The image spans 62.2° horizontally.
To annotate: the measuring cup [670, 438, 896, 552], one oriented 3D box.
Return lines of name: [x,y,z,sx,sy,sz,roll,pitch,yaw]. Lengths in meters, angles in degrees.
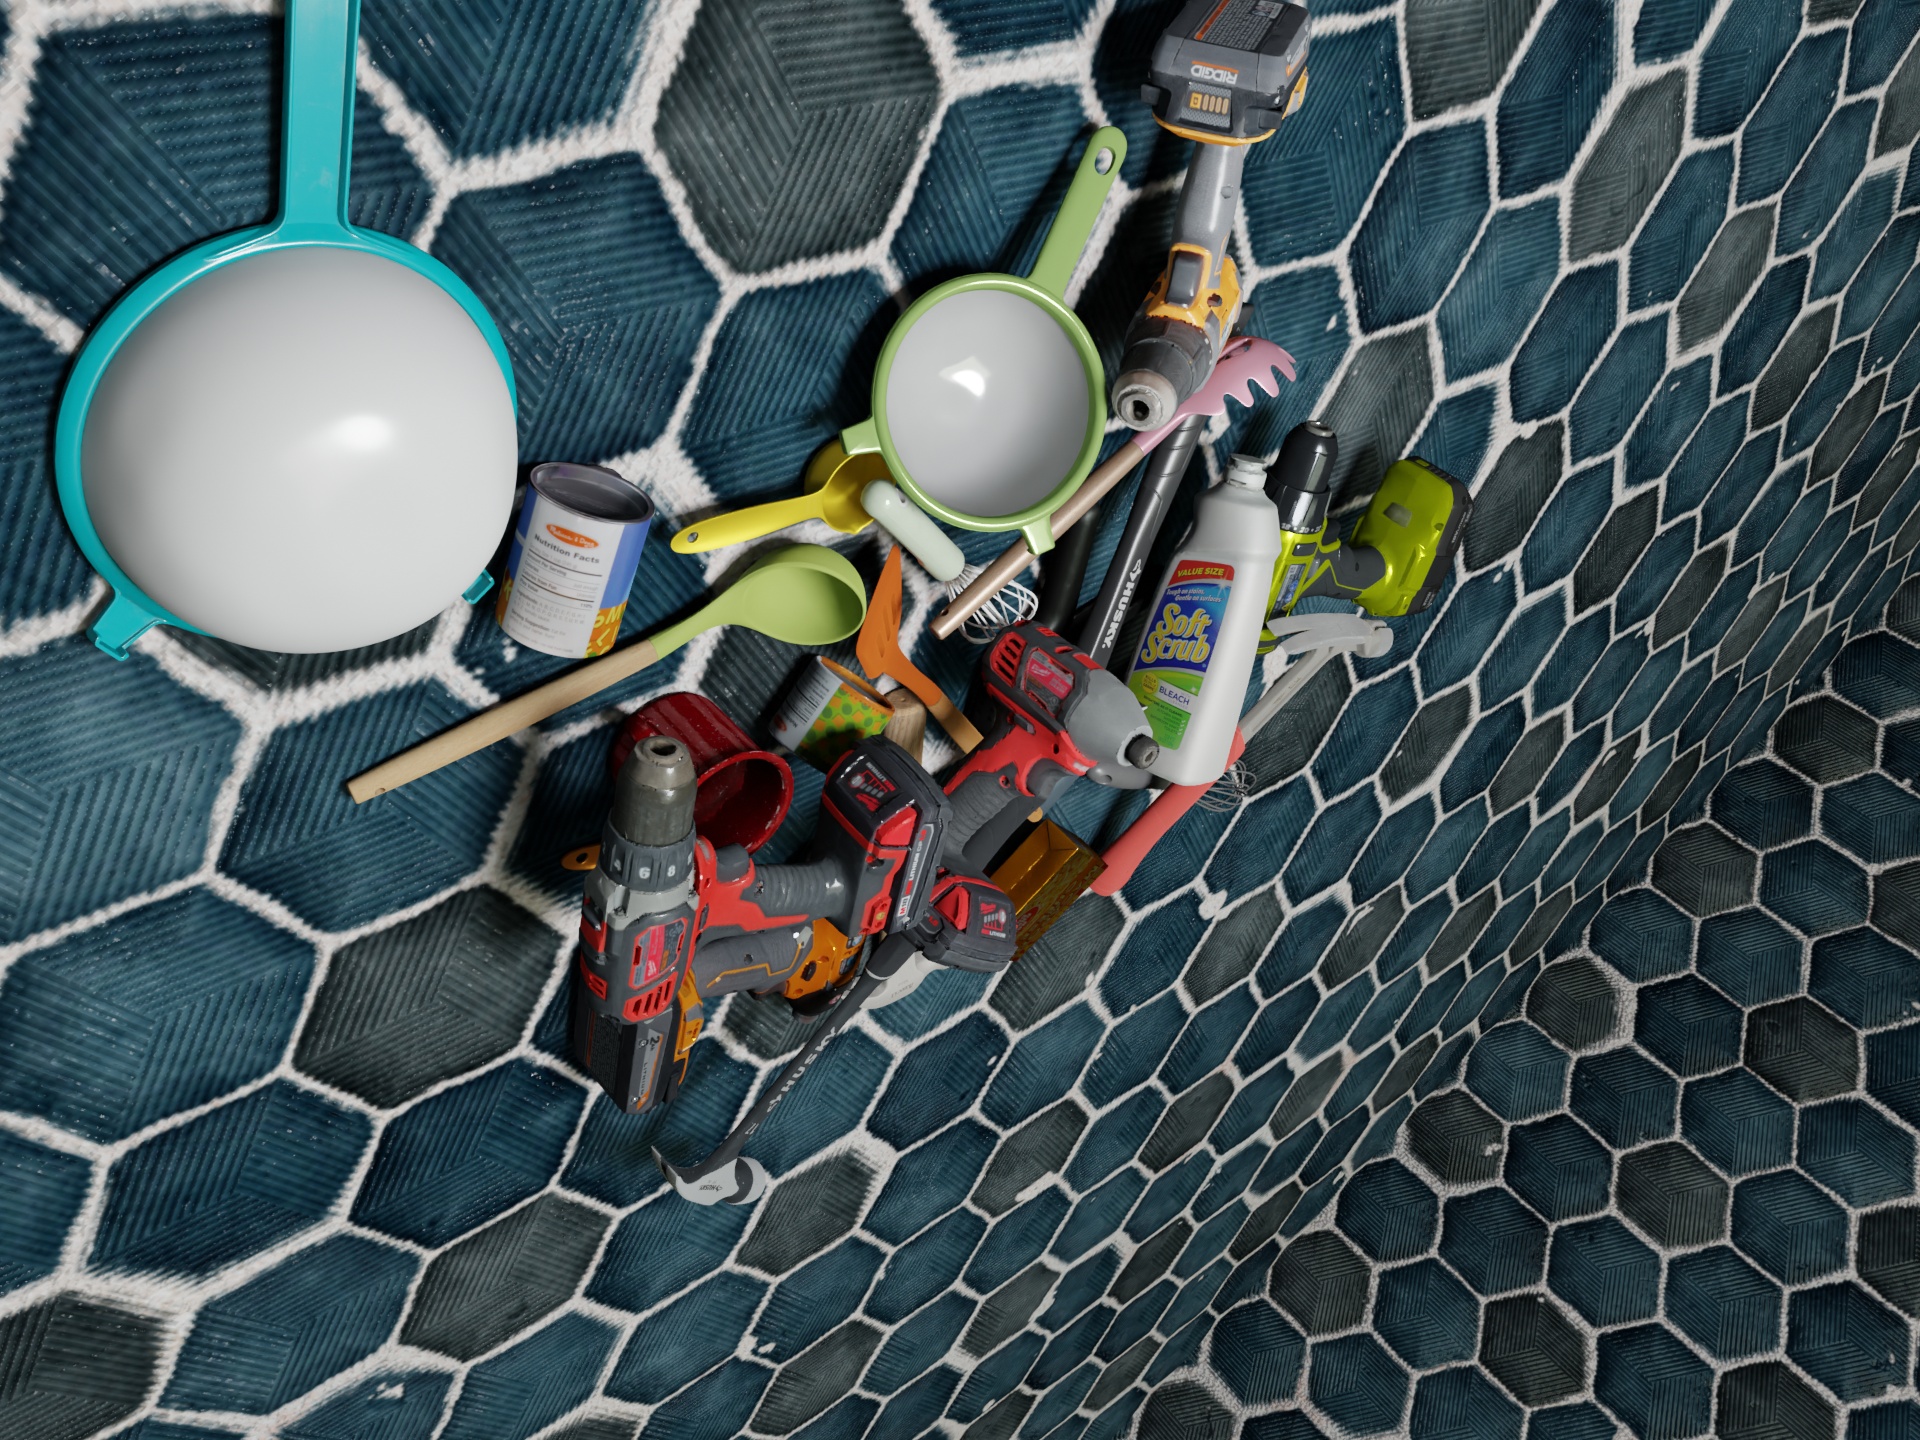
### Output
measuring cup: [-0.108,-0.130,0.946,0.156,0.029,0.062,-22,138,-31]

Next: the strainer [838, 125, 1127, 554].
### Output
strainer: [0.030,-0.240,0.968,0.151,0.069,0.256,25,88,-23]

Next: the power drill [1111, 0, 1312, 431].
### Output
power drill: [0.141,-0.299,0.961,0.185,0.084,0.226,-61,163,-47]

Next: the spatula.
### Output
spatula: [-0.002,-0.004,1.130,0.322,0.041,0.081,49,52,-49]

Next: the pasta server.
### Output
pasta server: [0.100,-0.157,1.054,0.316,0.060,0.040,-43,126,-11]

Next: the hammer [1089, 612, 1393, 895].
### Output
hammer: [0.209,0.037,1.352,0.149,0.037,0.359,-5,145,-43]

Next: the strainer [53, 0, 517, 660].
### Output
strainer: [-0.263,-0.158,0.681,0.211,0.095,0.340,-15,135,-40]

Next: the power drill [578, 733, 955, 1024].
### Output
power drill: [-0.117,0.074,0.945,0.226,0.080,0.187,-14,133,-37]

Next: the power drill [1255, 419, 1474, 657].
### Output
power drill: [0.308,-0.153,1.286,0.228,0.080,0.190,-10,129,-37]

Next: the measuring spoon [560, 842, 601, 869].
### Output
measuring spoon: [-0.212,0.082,1.053,0.117,0.011,0.021,-8,128,-40]

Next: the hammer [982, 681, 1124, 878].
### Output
hammer: [0.136,-0.024,1.315,0.386,0.038,0.143,-46,145,-5]

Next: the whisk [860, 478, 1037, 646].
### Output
whisk: [-0.006,-0.100,1.048,0.059,0.058,0.246,-29,154,12]

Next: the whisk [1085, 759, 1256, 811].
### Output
whisk: [0.193,0.052,1.448,0.238,0.055,0.055,8,117,-46]

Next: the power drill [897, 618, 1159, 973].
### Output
power drill: [0.034,0.054,1.067,0.078,0.143,0.219,22,103,-53]

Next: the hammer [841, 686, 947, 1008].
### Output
hammer: [-0.050,0.108,1.240,0.130,0.031,0.331,-27,140,-30]

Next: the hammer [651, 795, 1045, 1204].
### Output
hammer: [-0.074,0.196,1.175,0.409,0.036,0.149,-51,154,1]

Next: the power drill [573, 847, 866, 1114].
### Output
power drill: [-0.163,0.193,1.155,0.226,0.084,0.164,-22,140,-39]

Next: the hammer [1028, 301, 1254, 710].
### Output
hammer: [0.137,-0.145,1.153,0.146,0.035,0.334,7,108,-54]

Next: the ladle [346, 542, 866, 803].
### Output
ladle: [-0.197,-0.022,0.926,0.320,0.062,0.078,-29,153,-23]
